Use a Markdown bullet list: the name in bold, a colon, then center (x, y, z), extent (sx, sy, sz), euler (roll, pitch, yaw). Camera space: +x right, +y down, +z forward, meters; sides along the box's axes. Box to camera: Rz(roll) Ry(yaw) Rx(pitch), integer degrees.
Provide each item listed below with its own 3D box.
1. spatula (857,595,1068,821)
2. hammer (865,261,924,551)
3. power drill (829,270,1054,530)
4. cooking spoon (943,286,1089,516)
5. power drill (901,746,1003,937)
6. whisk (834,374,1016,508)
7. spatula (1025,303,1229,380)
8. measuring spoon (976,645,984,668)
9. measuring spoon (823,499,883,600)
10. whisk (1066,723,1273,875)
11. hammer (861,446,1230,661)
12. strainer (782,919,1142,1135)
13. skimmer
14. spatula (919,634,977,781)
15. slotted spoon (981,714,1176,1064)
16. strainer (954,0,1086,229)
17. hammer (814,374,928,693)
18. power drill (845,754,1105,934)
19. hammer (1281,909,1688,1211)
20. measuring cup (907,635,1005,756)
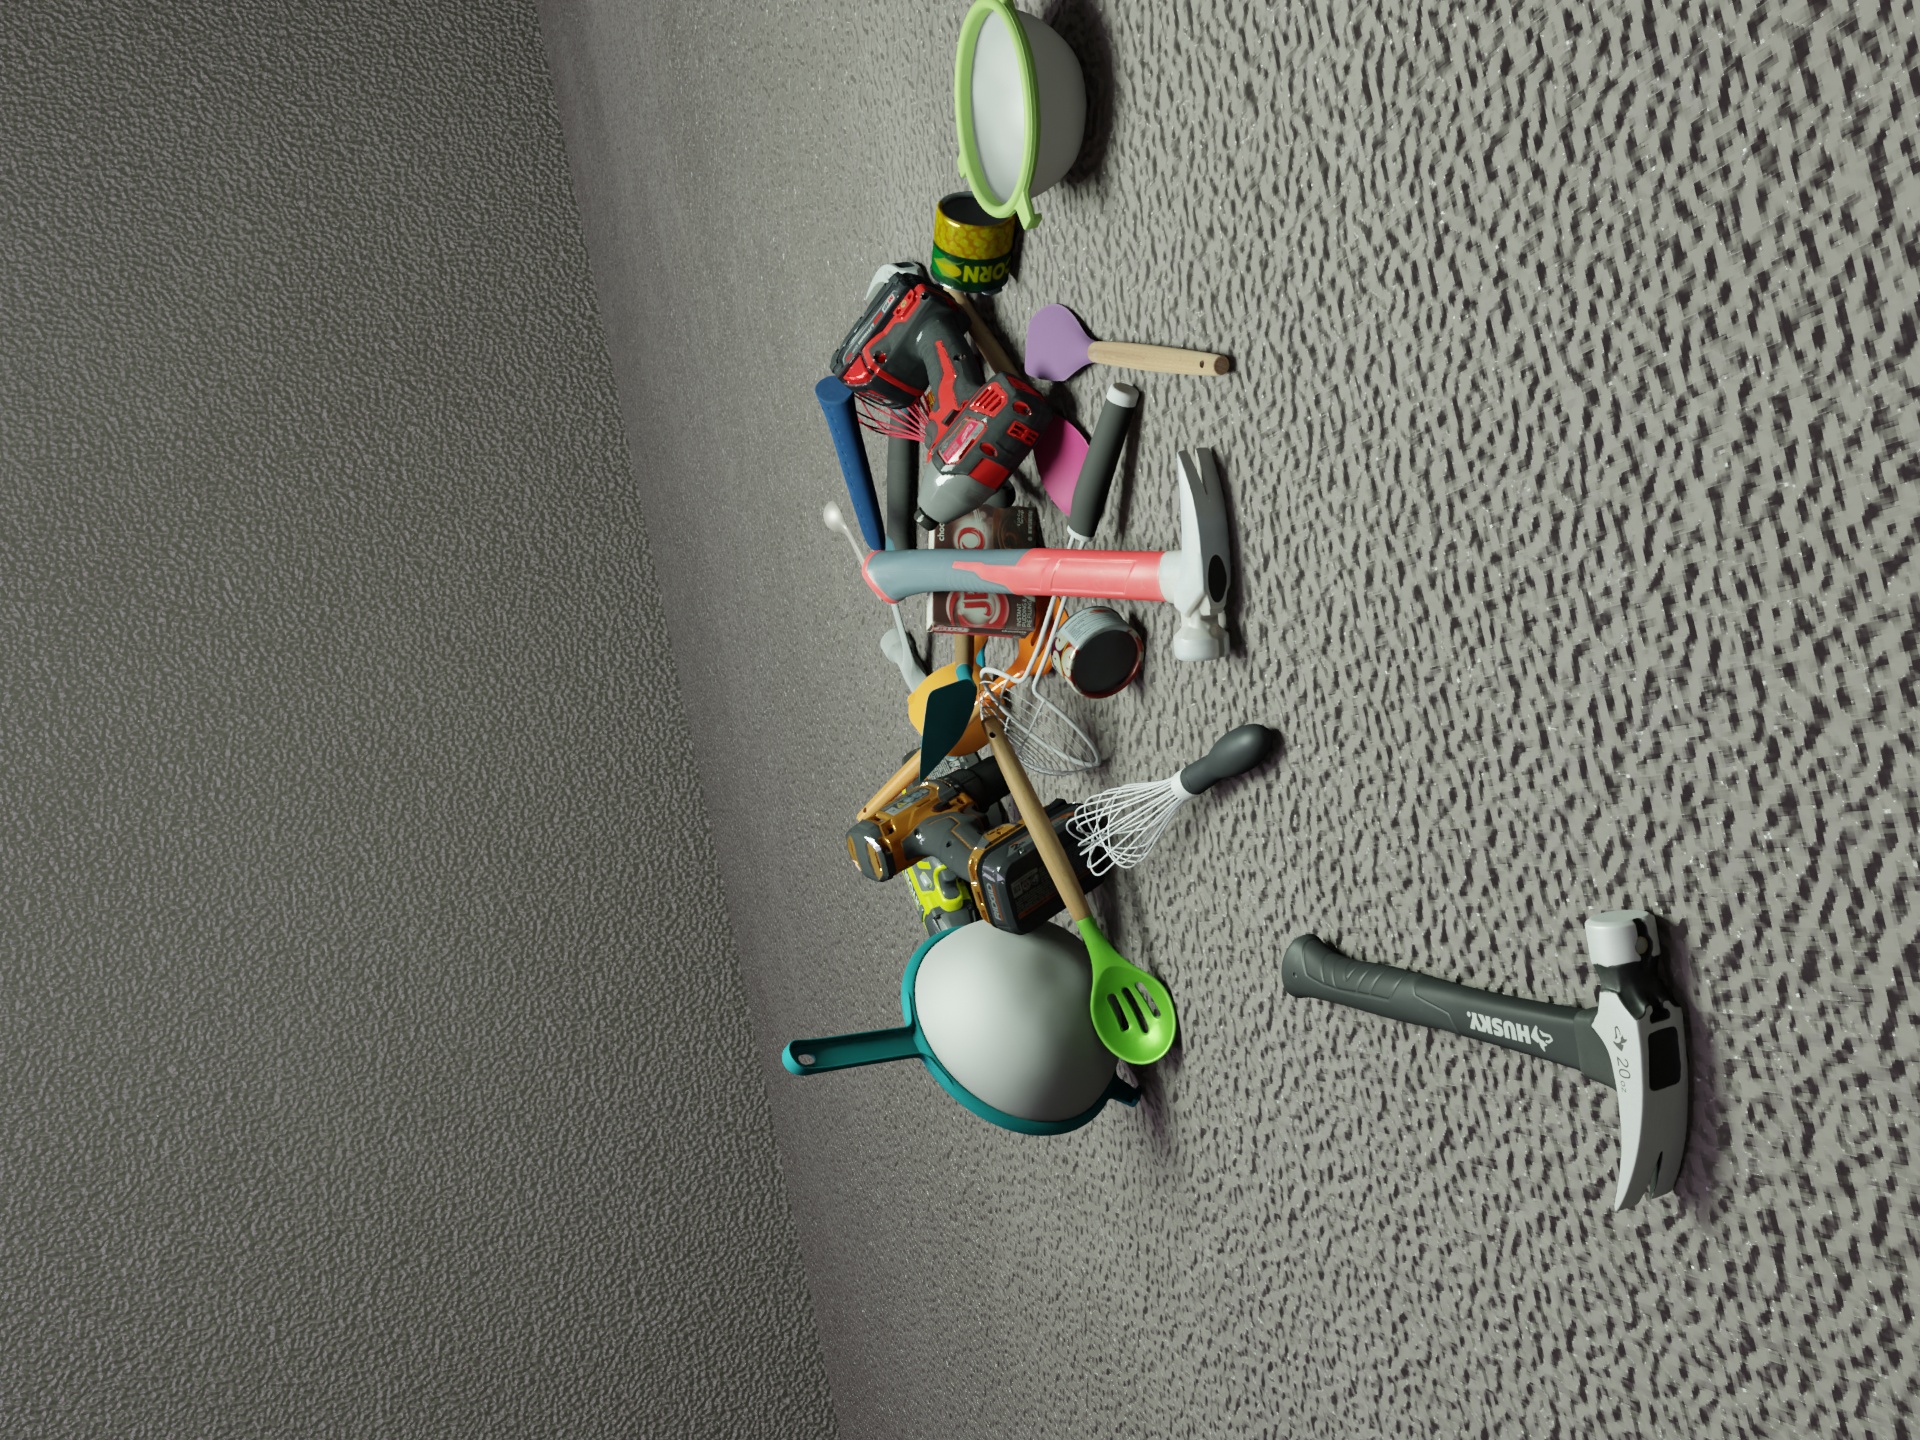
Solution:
- **spatula**: center (-0.002, -0.005, 1.453), extent (0.322, 0.041, 0.081), euler (-45, 52, 29)
- **hammer**: center (-0.060, -0.301, 1.607), extent (0.128, 0.033, 0.330), euler (-125, 29, -47)
- **power drill**: center (-0.020, -0.264, 1.330), extent (0.143, 0.078, 0.220), euler (-50, 48, 22)
- **cooking spoon**: center (0.048, -0.280, 1.336), extent (0.319, 0.017, 0.068), euler (62, 147, 38)
- **power drill**: center (-0.013, 0.143, 1.678), extent (0.223, 0.080, 0.171), euler (96, 156, -50)
- **whisk**: center (-0.033, -0.263, 1.442), extent (0.296, 0.073, 0.073), euler (47, 145, 43)
- **spatula**: center (0.111, -0.271, 1.163), extent (0.316, 0.018, 0.059), euler (-143, 55, -63)
- **measuring spoon**: center (0.011, -0.051, 1.567), extent (0.042, 0.021, 0.128), euler (-138, 42, -60)
- **measuring spoon**: center (-0.109, -0.166, 1.584), extent (0.124, 0.018, 0.034), euler (62, 171, 22)
- **whisk**: center (0.154, 0.057, 1.179), extent (0.284, 0.070, 0.070), euler (136, 121, -63)
- **hammer**: center (0.049, -0.129, 1.213), extent (0.386, 0.038, 0.143), euler (8, 107, 50)
- **strainer**: center (0.013, 0.240, 1.323), extent (0.095, 0.340, 0.211), euler (-54, 51, 36)
- **skimmer**: center (0.095, -0.105, 1.271), extent (0.127, 0.090, 0.363), euler (34, 127, 25)
- **spatula**: center (-0.007, -0.058, 1.395), extent (0.318, 0.044, 0.082), euler (-89, 4, -61)
- **slotted spoon**: center (0.092, 0.137, 1.303), extent (0.313, 0.070, 0.031), euler (64, -162, -5)
- **strainer**: center (0.052, -0.489, 1.124), extent (0.152, 0.069, 0.256), euler (-122, 28, -51)
- **hammer**: center (-0.078, -0.165, 1.583), extent (0.405, 0.035, 0.144), euler (75, 167, -48)
- **power drill**: center (0.029, 0.099, 1.431), extent (0.226, 0.185, 0.084), euler (15, 127, 50)
- **hammer**: center (0.281, 0.169, 0.909), extent (0.335, 0.035, 0.146), euler (176, 84, -71)
- **measuring cup**: center (0.016, -0.038, 1.502), extent (0.052, 0.095, 0.173), euler (56, 133, 37)
